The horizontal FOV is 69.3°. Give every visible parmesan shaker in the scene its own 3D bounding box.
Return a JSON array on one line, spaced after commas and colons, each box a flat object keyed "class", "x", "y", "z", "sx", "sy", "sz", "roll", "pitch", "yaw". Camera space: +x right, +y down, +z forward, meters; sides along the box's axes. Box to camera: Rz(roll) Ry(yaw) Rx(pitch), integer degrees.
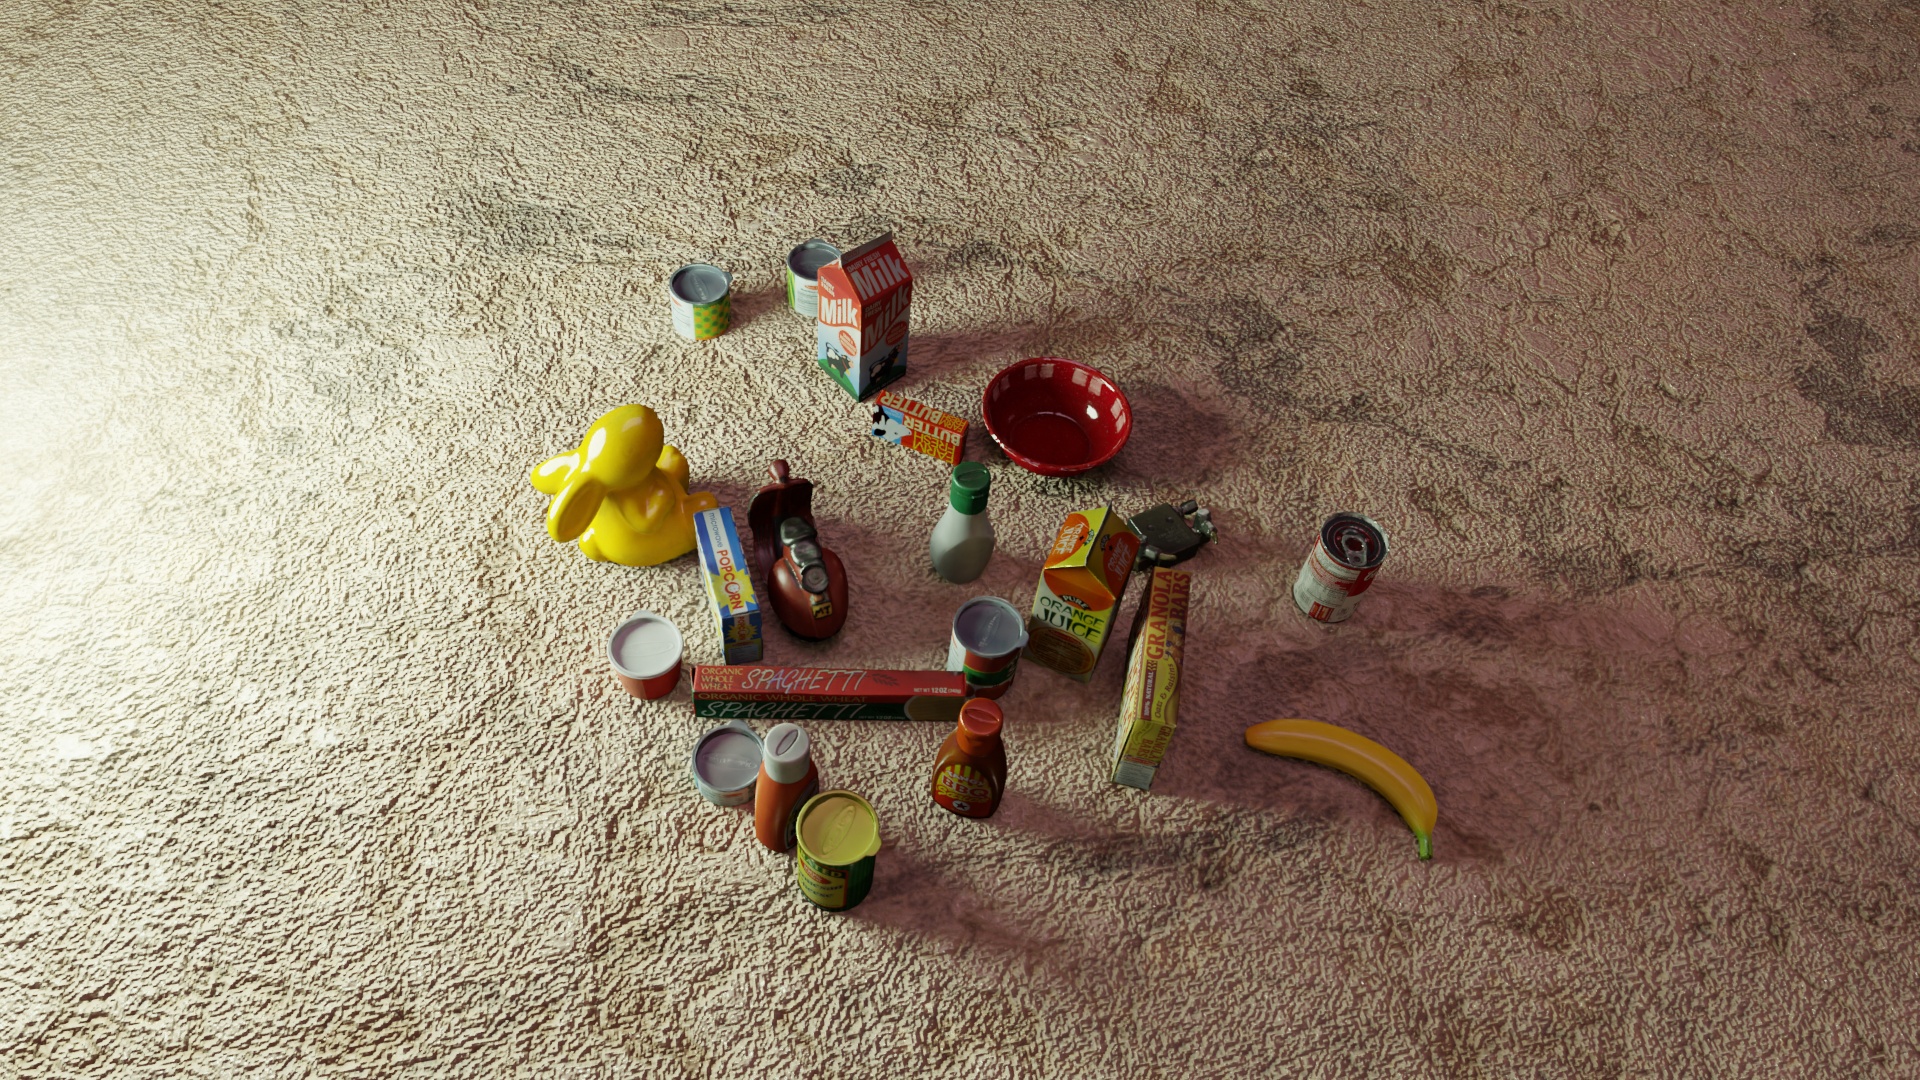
[{"class": "parmesan shaker", "x": -0.100, "y": 0.260, "z": 1.150, "sx": 0.071, "sy": 0.102, "sz": 0.071, "roll": 3, "pitch": 53, "yaw": -4}]

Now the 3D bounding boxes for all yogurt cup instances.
[{"class": "yogurt cup", "x": -0.286, "y": 0.110, "z": 1.272, "sx": 0.072, "sy": 0.053, "sz": 0.073, "roll": 3, "pitch": 53, "yaw": -4}]

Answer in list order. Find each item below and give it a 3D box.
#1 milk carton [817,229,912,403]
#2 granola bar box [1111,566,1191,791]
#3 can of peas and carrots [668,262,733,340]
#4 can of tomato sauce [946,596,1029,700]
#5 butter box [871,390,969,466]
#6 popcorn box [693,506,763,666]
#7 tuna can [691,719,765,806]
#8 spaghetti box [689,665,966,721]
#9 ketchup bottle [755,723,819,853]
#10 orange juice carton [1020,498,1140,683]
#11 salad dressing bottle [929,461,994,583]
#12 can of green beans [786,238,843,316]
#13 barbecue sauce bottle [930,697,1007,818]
[{"class": "milk carton", "x": -0.102, "y": -0.245, "z": 1.475, "sx": 0.072, "sy": 0.189, "sz": 0.073, "roll": -34, "pitch": 64, "yaw": -27}, {"class": "granola bar box", "x": 0.174, "y": 0.126, "z": 1.270, "sx": 0.039, "sy": 0.123, "sz": 0.166, "roll": 11, "pitch": 53, "yaw": 2}, {"class": "can of peas and carrots", "x": -0.288, "y": -0.267, "z": 1.552, "sx": 0.071, "sy": 0.058, "sz": 0.071, "roll": 3, "pitch": 53, "yaw": -4}, {"class": "can of tomato sauce", "x": 0.025, "y": 0.103, "z": 1.296, "sx": 0.071, "sy": 0.082, "sz": 0.071, "roll": 3, "pitch": 53, "yaw": -4}, {"class": "butter box", "x": -0.042, "y": -0.119, "z": 1.473, "sx": 0.103, "sy": 0.052, "sz": 0.024, "roll": 21, "pitch": 54, "yaw": 9}, {"class": "popcorn box", "x": -0.219, "y": 0.043, "z": 1.311, "sx": 0.038, "sy": 0.084, "sz": 0.127, "roll": -12, "pitch": 56, "yaw": -15}, {"class": "tuna can", "x": -0.203, "y": 0.197, "z": 1.229, "sx": 0.071, "sy": 0.032, "sz": 0.071, "roll": 3, "pitch": 53, "yaw": -4}, {"class": "spaghetti box", "x": -0.120, "y": 0.140, "z": 1.271, "sx": 0.250, "sy": 0.050, "sz": 0.029, "roll": 2, "pitch": 53, "yaw": -6}, {"class": "ketchup bottle", "x": -0.145, "y": 0.203, "z": 1.159, "sx": 0.043, "sy": 0.148, "sz": 0.065, "roll": 29, "pitch": 56, "yaw": 15}, {"class": "orange juice carton", "x": 0.112, "y": 0.045, "z": 1.281, "sx": 0.073, "sy": 0.191, "sz": 0.072, "roll": 22, "pitch": 54, "yaw": 10}, {"class": "salad dressing bottle", "x": 0.005, "y": -0.017, "z": 1.343, "sx": 0.064, "sy": 0.146, "sz": 0.044, "roll": -14, "pitch": 56, "yaw": -16}, {"class": "can of green beans", "x": -0.165, "y": -0.299, "z": 1.591, "sx": 0.071, "sy": 0.057, "sz": 0.071, "roll": 3, "pitch": 53, "yaw": -4}, {"class": "barbecue sauce bottle", "x": 0.011, "y": 0.186, "z": 1.191, "sx": 0.065, "sy": 0.147, "sz": 0.044, "roll": 17, "pitch": 53, "yaw": 6}]
